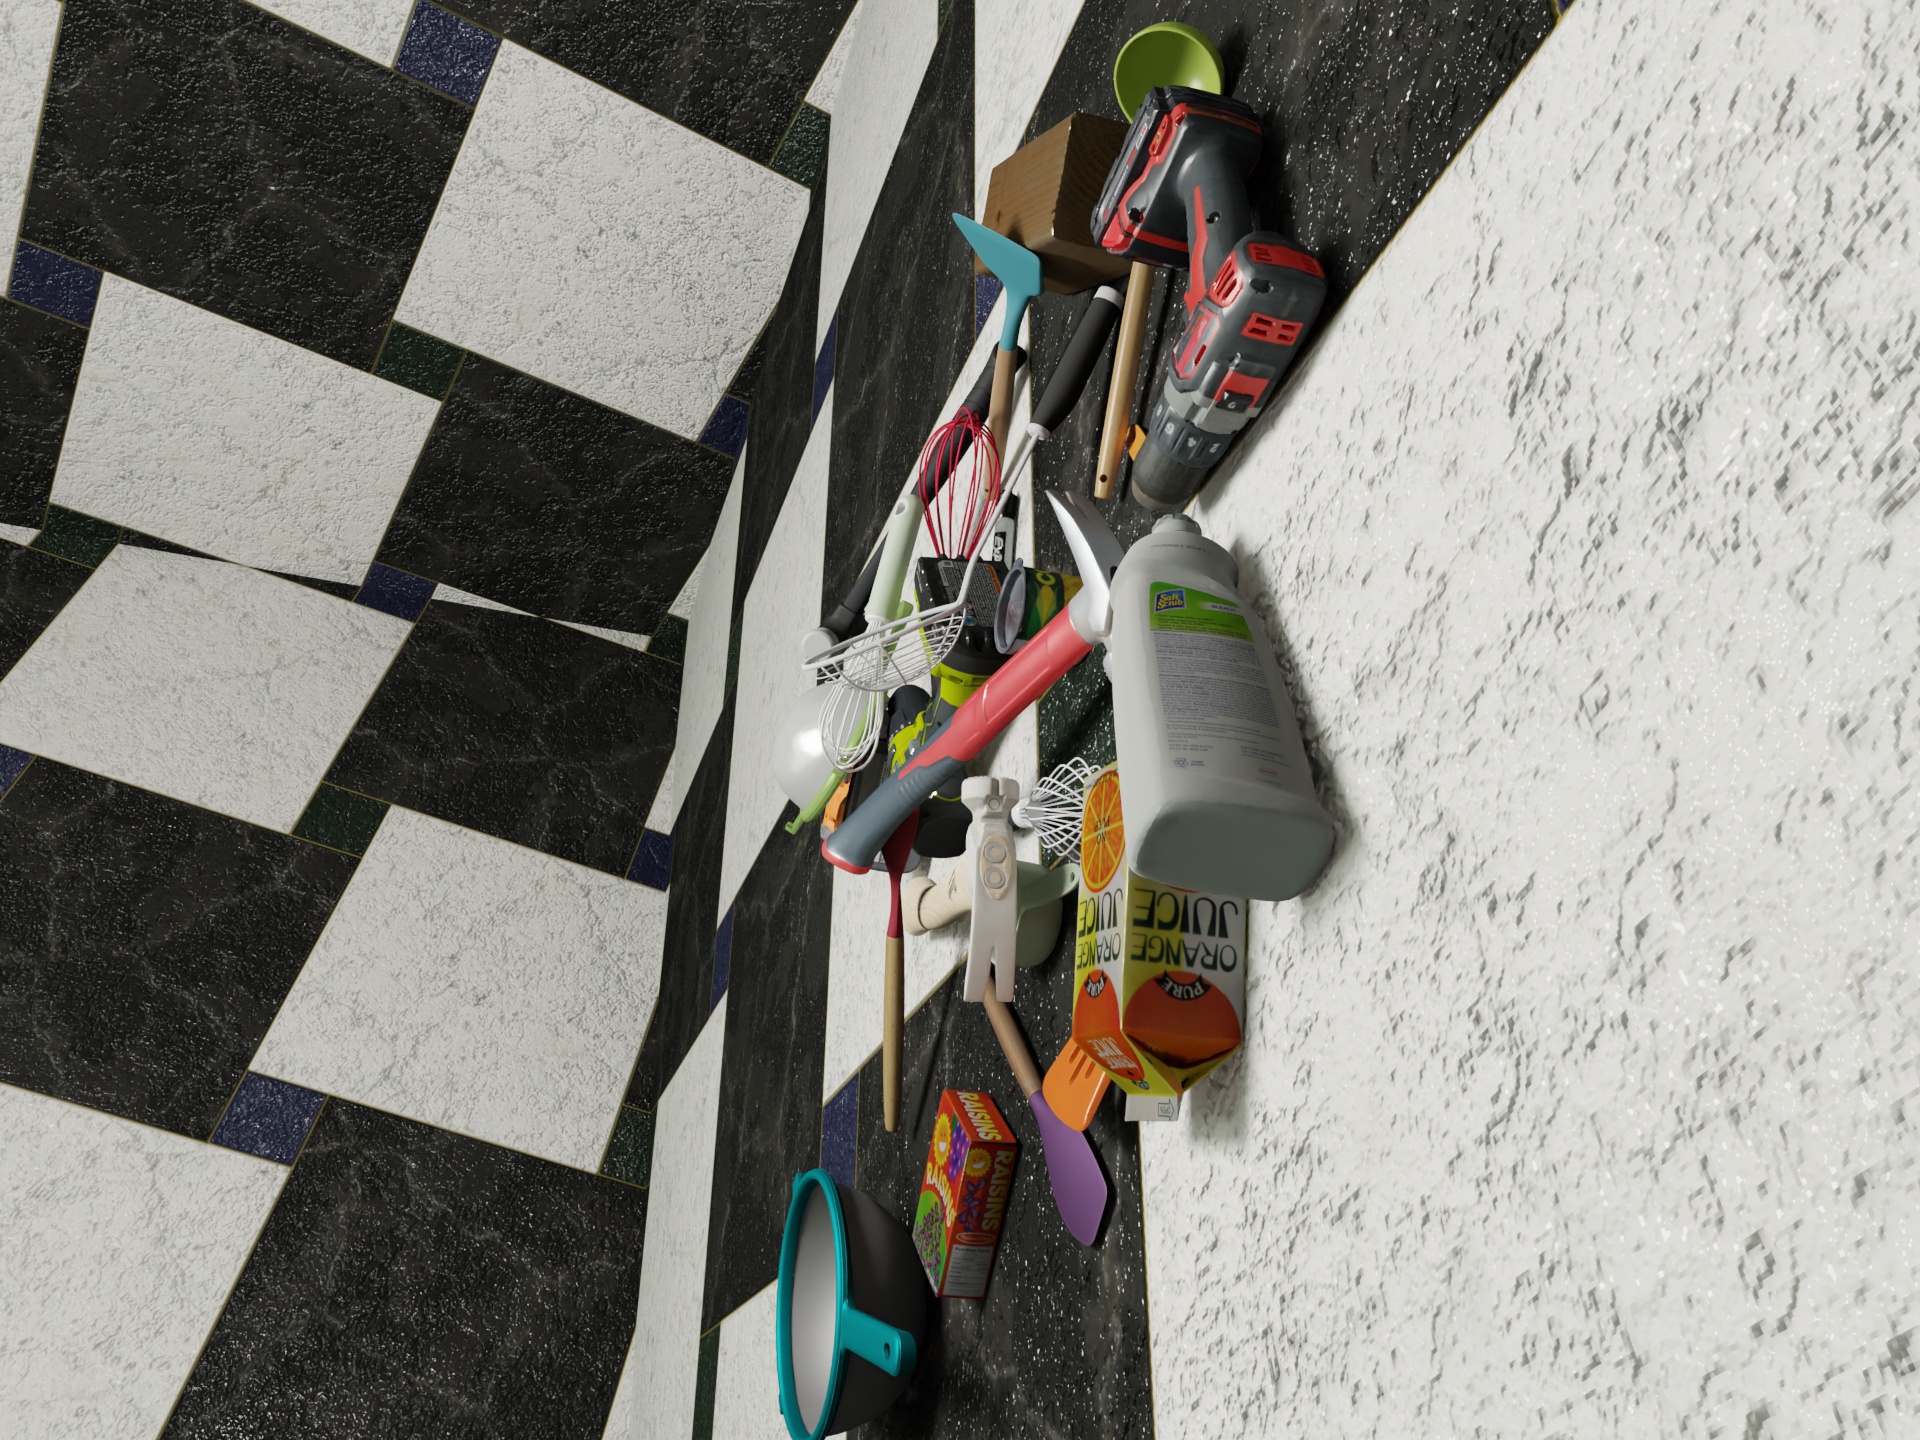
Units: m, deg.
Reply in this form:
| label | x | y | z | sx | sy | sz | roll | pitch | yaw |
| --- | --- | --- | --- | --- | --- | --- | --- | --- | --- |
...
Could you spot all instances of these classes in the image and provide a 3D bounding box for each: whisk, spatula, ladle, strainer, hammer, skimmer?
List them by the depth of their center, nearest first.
| label | x | y | z | sx | sy | sz | roll | pitch | yaw |
| --- | --- | --- | --- | --- | --- | --- | --- | --- | --- |
| spatula | 0.097 | 0.086 | 0.969 | 0.081 | 0.041 | 0.322 | -158 | 74 | -74 |
| ladle | 0.123 | -0.314 | 1.102 | 0.062 | 0.078 | 0.320 | -9 | -69 | -64 |
| spatula | 0.048 | 0.250 | 1.105 | 0.316 | 0.018 | 0.059 | -121 | 42 | -65 |
| whisk | 0.057 | 0.064 | 1.127 | 0.284 | 0.070 | 0.070 | 164 | 115 | -77 |
| hammer | -0.002 | -0.004 | 1.158 | 0.386 | 0.038 | 0.143 | -43 | 59 | 44 |
| skimmer | 0.006 | -0.176 | 1.183 | 0.363 | 0.090 | 0.127 | -62 | 13 | -3 |
| hammer | -0.008 | 0.146 | 1.221 | 0.410 | 0.038 | 0.146 | 127 | 145 | -76 |
| strainer | -0.060 | 0.459 | 1.222 | 0.340 | 0.095 | 0.211 | 150 | 125 | -67 |
| spatula | 0.029 | -0.286 | 1.315 | 0.044 | 0.082 | 0.317 | -47 | -20 | -29 |
| whisk | -0.069 | -0.075 | 1.318 | 0.058 | 0.059 | 0.246 | -3 | 68 | 49 |
| ladle | -0.054 | 0.201 | 1.320 | 0.069 | 0.031 | 0.315 | -124 | 34 | -69 |
| whisk | -0.007 | -0.134 | 1.401 | 0.073 | 0.073 | 0.295 | -107 | 19 | -58 |
| hammer | -0.038 | -0.202 | 1.470 | 0.334 | 0.035 | 0.146 | -57 | -2 | 16 |
| strainer | -0.113 | -0.027 | 1.491 | 0.151 | 0.069 | 0.256 | -47 | 17 | 55 |

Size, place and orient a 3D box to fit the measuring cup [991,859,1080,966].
| label | x | y | z | sx | sy | sz | roll | pitch | yaw |
| --- | --- | --- | --- | --- | --- | --- | --- | --- | --- |
| measuring cup | 0.062 | 0.125 | 1.098 | 0.167 | 0.038 | 0.083 | 139 | 138 | -63 |

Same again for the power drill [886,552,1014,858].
| label | x | y | z | sx | sy | sz | roll | pitch | yaw |
| --- | --- | --- | --- | --- | --- | --- | --- | --- | --- |
| power drill | -0.014 | -0.024 | 1.342 | 0.191 | 0.080 | 0.228 | -107 | 24 | -47 |

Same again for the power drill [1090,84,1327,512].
| label | x | y | z | sx | sy | sz | roll | pitch | yaw |
| --- | --- | --- | --- | --- | --- | --- | --- | --- | --- |
| power drill | 0.142 | -0.259 | 0.984 | 0.187 | 0.080 | 0.227 | 117 | 154 | -47 |

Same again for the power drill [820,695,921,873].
| label | x | y | z | sx | sy | sz | roll | pitch | yaw |
| --- | --- | --- | --- | --- | --- | --- | --- | --- | --- |
| power drill | -0.082 | 0.058 | 1.556 | 0.226 | 0.084 | 0.164 | -158 | 80 | -77 |

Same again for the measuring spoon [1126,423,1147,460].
| label | x | y | z | sx | sy | sz | roll | pitch | yaw |
| --- | --- | --- | --- | --- | --- | --- | --- | --- | --- |
| measuring spoon | 0.131 | -0.181 | 1.092 | 0.117 | 0.011 | 0.021 | -104 | 28 | -62 |
